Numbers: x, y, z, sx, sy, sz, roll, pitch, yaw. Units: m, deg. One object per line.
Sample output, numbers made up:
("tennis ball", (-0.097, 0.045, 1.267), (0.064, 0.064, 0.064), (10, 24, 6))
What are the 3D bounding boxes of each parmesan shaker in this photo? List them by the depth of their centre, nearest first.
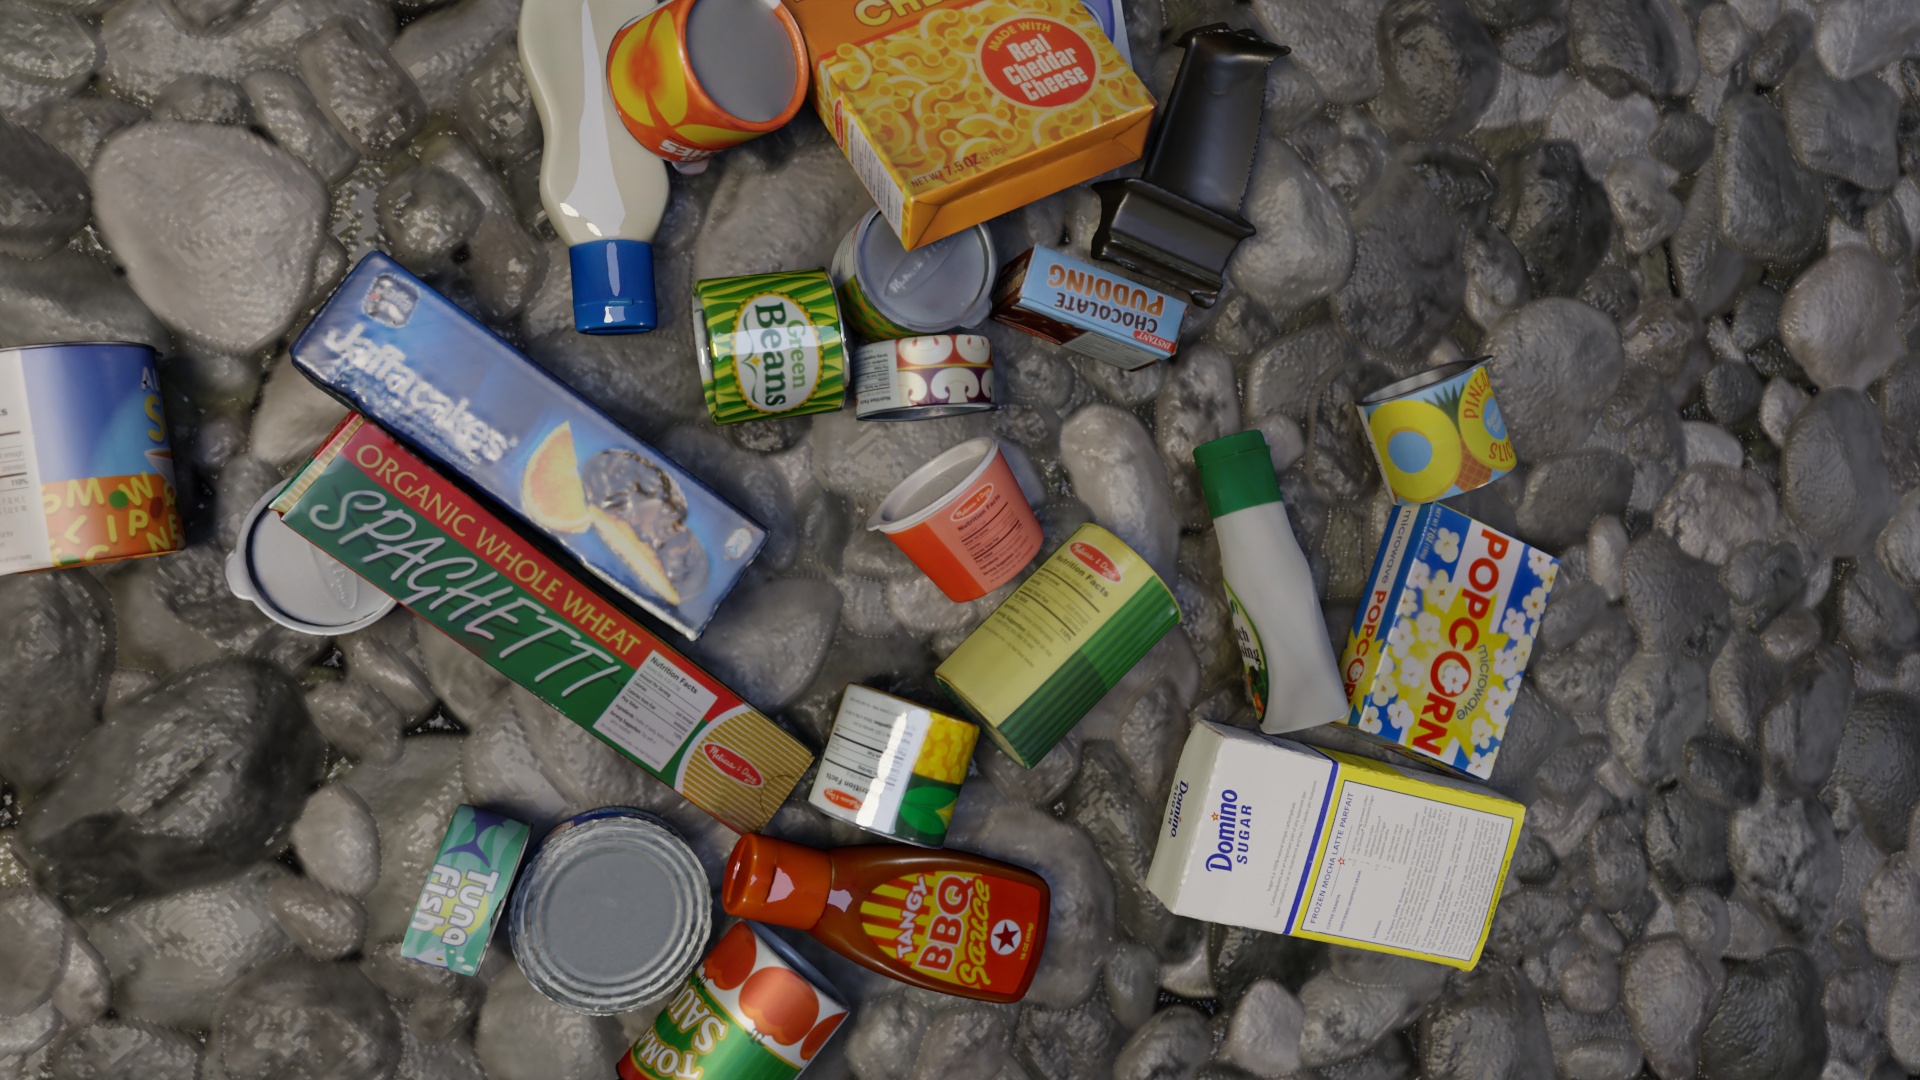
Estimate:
("parmesan shaker", (0.044, 0.049, 0.659), (0.103, 0.071, 0.071), (-44, 100, -11))

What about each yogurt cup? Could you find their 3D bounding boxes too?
("yogurt cup", (0.002, -0.008, 0.648), (0.072, 0.072, 0.054), (-40, 108, -12))

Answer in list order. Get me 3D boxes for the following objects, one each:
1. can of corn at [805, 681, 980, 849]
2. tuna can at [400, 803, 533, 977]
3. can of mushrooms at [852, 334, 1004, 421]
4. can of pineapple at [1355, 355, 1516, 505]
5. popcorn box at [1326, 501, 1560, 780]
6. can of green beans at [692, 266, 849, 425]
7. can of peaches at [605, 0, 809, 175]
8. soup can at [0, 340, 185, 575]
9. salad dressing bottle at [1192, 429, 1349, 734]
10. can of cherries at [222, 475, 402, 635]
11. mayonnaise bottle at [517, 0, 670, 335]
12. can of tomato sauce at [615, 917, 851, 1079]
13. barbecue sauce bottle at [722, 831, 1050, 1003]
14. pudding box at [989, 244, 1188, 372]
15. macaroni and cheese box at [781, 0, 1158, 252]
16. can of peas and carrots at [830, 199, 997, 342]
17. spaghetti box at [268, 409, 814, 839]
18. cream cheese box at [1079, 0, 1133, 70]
("can of corn", (-0.029, 0.103, 0.637), (0.071, 0.071, 0.058), (20, 84, -15))
("tuna can", (-0.207, 0.147, 0.582), (0.033, 0.071, 0.071), (21, 84, -13))
("can of mushrooms", (-0.015, -0.074, 0.642), (0.071, 0.071, 0.033), (-5, 90, -16))
("can of pineapple", (0.246, -0.056, 0.713), (0.071, 0.071, 0.058), (-23, 97, -15))
("popcorn box", (0.252, 0.052, 0.729), (0.085, 0.038, 0.127), (23, 83, -16))
("can of green beans", (-0.086, -0.087, 0.621), (0.058, 0.071, 0.071), (-9, 92, -15))
("can of peaches", (-0.106, -0.198, 0.592), (0.071, 0.058, 0.071), (3, 86, -43))
("soup can", (-0.346, -0.033, 0.549), (0.071, 0.071, 0.083), (-9, 93, -16))
("salad dressing bottle", (0.152, 0.020, 0.693), (0.044, 0.064, 0.147), (-15, 85, 4))
("can of cherries", (-0.260, 0.005, 0.576), (0.071, 0.058, 0.071), (0, 91, -16))
("mayonnaise bottle", (-0.159, -0.167, 0.616), (0.065, 0.041, 0.148), (-5, 92, -20))
("can of tomato sauce", (-0.100, 0.218, 0.613), (0.071, 0.071, 0.083), (43, 78, -11))
("barbecue sauce bottle", (-0.033, 0.167, 0.634), (0.148, 0.043, 0.065), (19, 80, -23))
("pudding box", (0.061, -0.111, 0.672), (0.084, 0.049, 0.030), (18, 84, -15))
("macaroni and cheese box", (-0.010, -0.222, 0.624), (0.124, 0.040, 0.167), (-25, 70, -17))
("can of peas and carrots", (-0.021, -0.124, 0.644), (0.071, 0.058, 0.071), (0, 90, -16))
("spaghetti box", (-0.164, 0.042, 0.578), (0.249, 0.029, 0.050), (43, 77, -30))
("cream cheese box", (0.052, -0.260, 0.685), (0.053, 0.024, 0.103), (-11, 93, -17))
